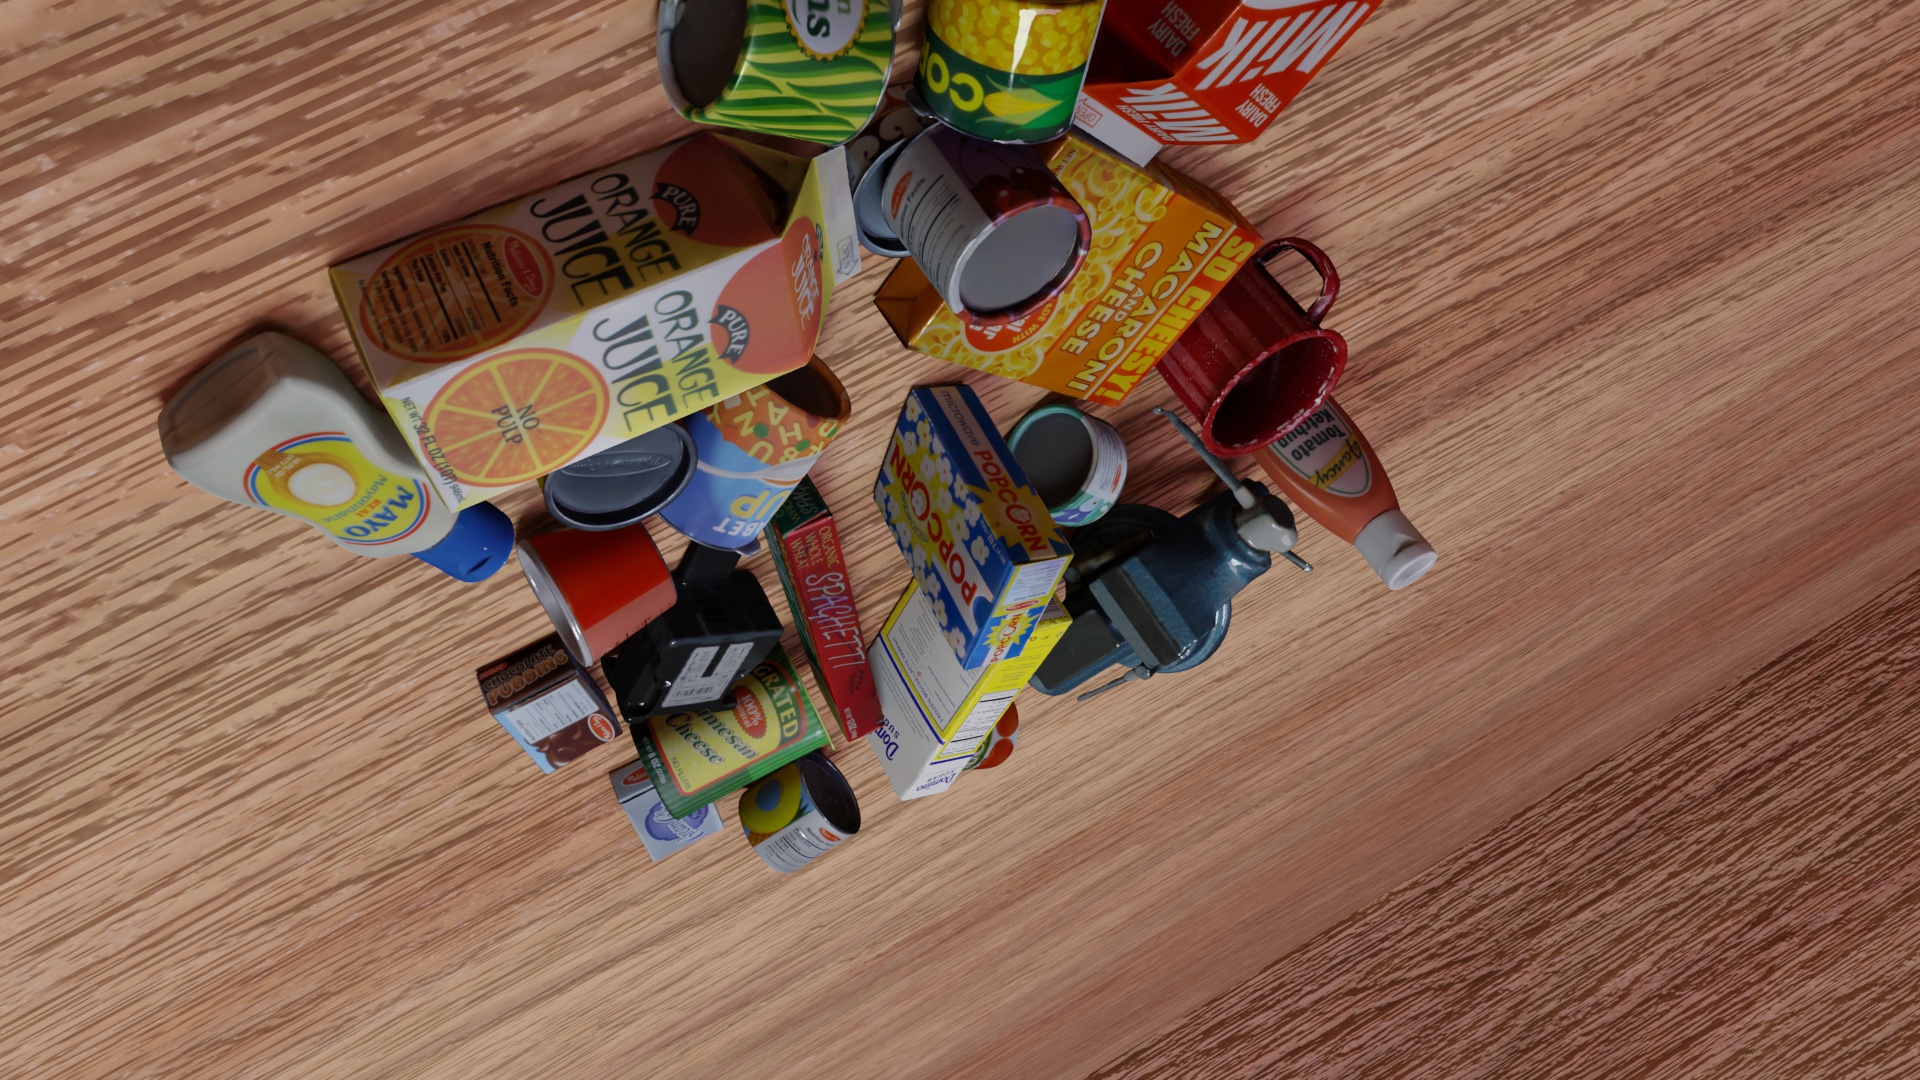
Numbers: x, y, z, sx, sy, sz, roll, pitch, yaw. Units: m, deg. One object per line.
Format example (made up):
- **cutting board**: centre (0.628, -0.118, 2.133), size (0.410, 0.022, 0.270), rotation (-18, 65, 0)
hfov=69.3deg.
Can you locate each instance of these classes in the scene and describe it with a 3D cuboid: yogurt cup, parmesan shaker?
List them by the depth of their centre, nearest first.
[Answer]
- **yogurt cup**: centre (-0.173, 0.019, 0.666), size (0.054, 0.072, 0.072), rotation (-30, 151, -22)
- **parmesan shaker**: centre (-0.137, 0.118, 0.833), size (0.103, 0.071, 0.071), rotation (-27, 149, -10)

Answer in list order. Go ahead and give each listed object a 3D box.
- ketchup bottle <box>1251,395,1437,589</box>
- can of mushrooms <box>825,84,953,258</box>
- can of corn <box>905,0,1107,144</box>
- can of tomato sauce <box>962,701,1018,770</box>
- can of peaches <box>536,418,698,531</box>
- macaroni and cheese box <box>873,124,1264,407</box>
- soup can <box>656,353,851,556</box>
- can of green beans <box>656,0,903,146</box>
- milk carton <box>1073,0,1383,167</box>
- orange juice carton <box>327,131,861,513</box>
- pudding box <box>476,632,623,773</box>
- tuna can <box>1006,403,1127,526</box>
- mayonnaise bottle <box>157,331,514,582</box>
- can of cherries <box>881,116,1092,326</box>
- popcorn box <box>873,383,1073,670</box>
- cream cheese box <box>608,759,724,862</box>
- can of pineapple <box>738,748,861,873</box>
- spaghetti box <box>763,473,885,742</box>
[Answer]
- **ketchup bottle**: centre (0.246, -0.035, 0.897), size (0.065, 0.149, 0.043), rotation (-31, 151, -3)
- **can of mushrooms**: centre (-0.020, -0.156, 0.584), size (0.071, 0.033, 0.070), rotation (-23, 148, -16)
- **can of corn**: centre (0.017, -0.194, 0.530), size (0.071, 0.071, 0.058), rotation (-16, 145, -26)
- **can of tomato sauce**: centre (-0.008, 0.131, 0.977), size (0.083, 0.071, 0.071), rotation (6, 132, -48)
- **can of peaches**: centre (-0.152, -0.049, 0.590), size (0.071, 0.058, 0.071), rotation (-23, 148, -15)
- **macaroni and cheese box**: centre (0.057, -0.134, 0.682), size (0.166, 0.040, 0.123), rotation (8, 130, -48)
- **soup can**: centre (-0.097, -0.045, 0.635), size (0.071, 0.071, 0.083), rotation (9, 130, -49)
- **can of green beans**: centre (-0.065, -0.175, 0.481), size (0.058, 0.071, 0.071), rotation (-3, 138, -40)
- **milk carton**: centre (0.121, -0.235, 0.562), size (0.190, 0.074, 0.072), rotation (-46, 147, 23)
- **orange juice carton**: centre (-0.127, -0.093, 0.535), size (0.193, 0.073, 0.071), rotation (-25, 148, -14)
- **pudding box**: centre (-0.222, 0.090, 0.755), size (0.050, 0.030, 0.083), rotation (-28, 150, -11)
- **tuna can**: centre (0.057, -0.043, 0.792), size (0.071, 0.071, 0.033), rotation (-45, 147, 19)
- **mayonnaise bottle**: centre (-0.240, -0.025, 0.559), size (0.065, 0.041, 0.147), rotation (-36, 149, 5)
- **can of cherries**: centre (0.013, -0.129, 0.559), size (0.072, 0.058, 0.071), rotation (-25, 149, -16)
- **popcorn box**: centre (0.003, -0.009, 0.726), size (0.038, 0.127, 0.084), rotation (-8, 141, -30)
- **cream cheese box**: centre (-0.190, 0.172, 0.909), size (0.053, 0.024, 0.103), rotation (-24, 149, -14)
- **can of pineapple**: centre (-0.112, 0.187, 0.963), size (0.058, 0.071, 0.071), rotation (-34, 150, 14)
- **spaghetti box**: centre (-0.079, 0.040, 0.798), size (0.029, 0.050, 0.248), rotation (-27, 149, -12)
